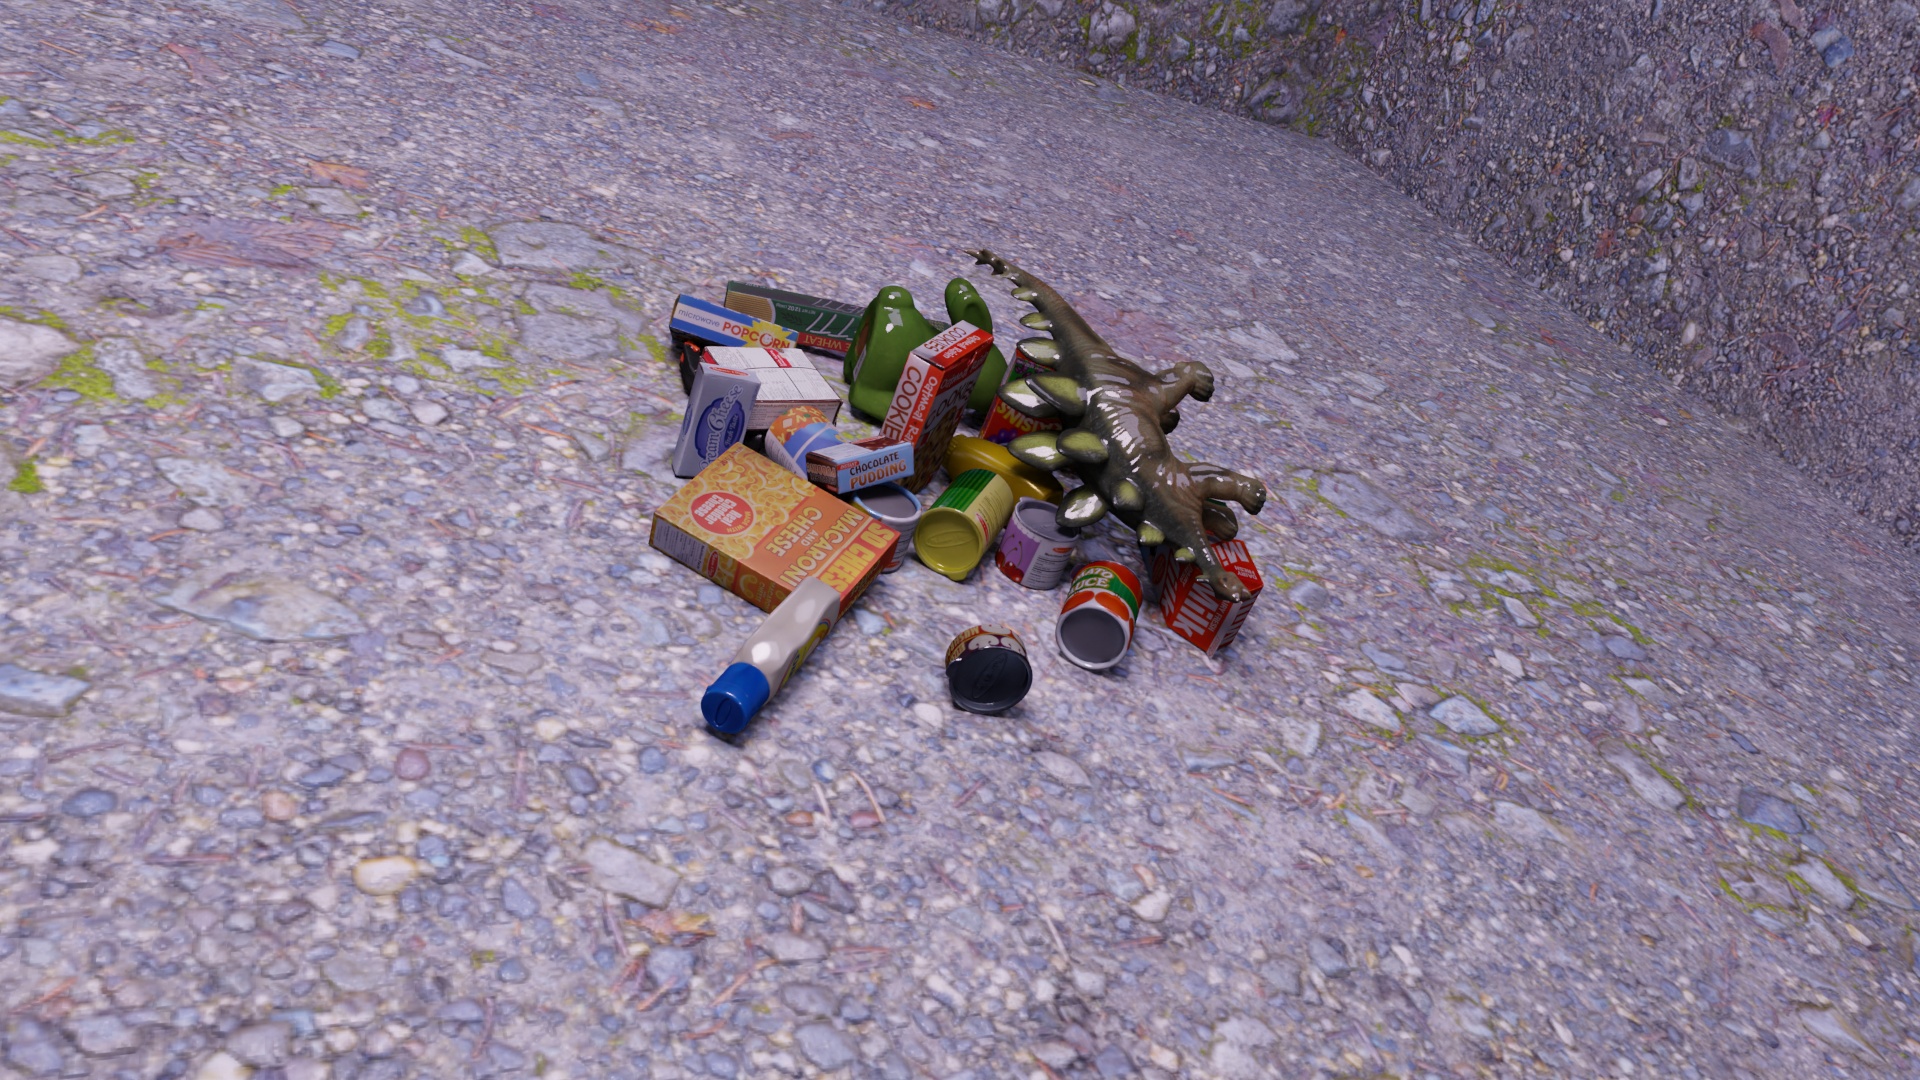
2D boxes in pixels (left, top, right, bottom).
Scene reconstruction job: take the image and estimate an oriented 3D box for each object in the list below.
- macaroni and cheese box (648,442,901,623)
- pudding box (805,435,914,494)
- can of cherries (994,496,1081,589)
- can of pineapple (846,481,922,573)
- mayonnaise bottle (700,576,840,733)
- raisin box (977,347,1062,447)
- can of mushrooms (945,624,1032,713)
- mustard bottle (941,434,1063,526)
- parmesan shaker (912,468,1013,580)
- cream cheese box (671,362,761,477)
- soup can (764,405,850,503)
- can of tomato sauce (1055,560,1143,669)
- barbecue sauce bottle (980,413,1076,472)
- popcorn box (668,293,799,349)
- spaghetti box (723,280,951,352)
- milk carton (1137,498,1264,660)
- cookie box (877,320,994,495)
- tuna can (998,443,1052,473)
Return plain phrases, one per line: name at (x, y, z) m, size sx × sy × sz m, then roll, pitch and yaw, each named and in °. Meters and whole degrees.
macaroni and cheese box at (-0.151, -0.002, 1.148) m, size 0.166 × 0.040 × 0.124 m, roll 29°, pitch 41°, yaw 10°
pudding box at (-0.087, -0.067, 1.210) m, size 0.084 × 0.030 × 0.050 m, roll -17°, pitch 23°, yaw -36°
can of cherries at (0.071, 0.002, 1.296) m, size 0.071 × 0.058 × 0.072 m, roll 16°, pitch 31°, yaw -10°
can of pineapple at (-0.074, -0.015, 1.223) m, size 0.071 × 0.057 × 0.071 m, roll 17°, pitch 30°, yaw -10°
mayonnaise bottle at (-0.138, 0.086, 1.016) m, size 0.041 × 0.064 × 0.149 m, roll 30°, pitch 34°, yaw 5°
raisin box at (0.075, -0.133, 1.454) m, size 0.086 × 0.122 × 0.040 m, roll 19°, pitch 29°, yaw -8°
can of mushrooms at (0.020, 0.100, 1.092) m, size 0.071 × 0.070 × 0.033 m, roll 13°, pitch 30°, yaw -17°
mustard bottle at (0.028, -0.067, 1.377) m, size 0.160 × 0.065 × 0.049 m, roll 35°, pitch 35°, yaw 28°
parmesan shaker at (0.005, -0.016, 1.277) m, size 0.071 × 0.071 × 0.103 m, roll 27°, pitch 29°, yaw 6°
cream cheese box at (-0.216, -0.103, 1.223) m, size 0.053 × 0.103 × 0.024 m, roll 7°, pitch 29°, yaw -29°
soup can at (-0.130, -0.076, 1.273) m, size 0.071 × 0.071 × 0.084 m, roll -4°, pitch 39°, yaw -39°
can of tomato sauce at (0.121, 0.064, 1.221) m, size 0.071 × 0.070 × 0.083 m, roll 25°, pitch 30°, yaw 3°
barbecue sauce bottle at (0.084, -0.126, 1.529) m, size 0.149 × 0.043 × 0.065 m, roll 37°, pitch 28°, yaw 22°
popcorn box at (-0.230, -0.208, 1.413) m, size 0.127 × 0.038 × 0.085 m, roll 18°, pitch -4°, yaw -9°
spaghetti box at (-0.134, -0.235, 1.523) m, size 0.250 × 0.049 × 0.029 m, roll 10°, pitch 35°, yaw -11°
milk carton at (0.234, 0.032, 1.347) m, size 0.073 × 0.072 × 0.191 m, roll 14°, pitch 30°, yaw -14°
cookie box at (-0.033, -0.114, 1.302) m, size 0.040 × 0.166 × 0.123 m, roll 29°, pitch 30°, yaw 10°
tuna can at (0.056, -0.070, 1.429) m, size 0.071 × 0.032 × 0.071 m, roll 17°, pitch 30°, yaw -10°
